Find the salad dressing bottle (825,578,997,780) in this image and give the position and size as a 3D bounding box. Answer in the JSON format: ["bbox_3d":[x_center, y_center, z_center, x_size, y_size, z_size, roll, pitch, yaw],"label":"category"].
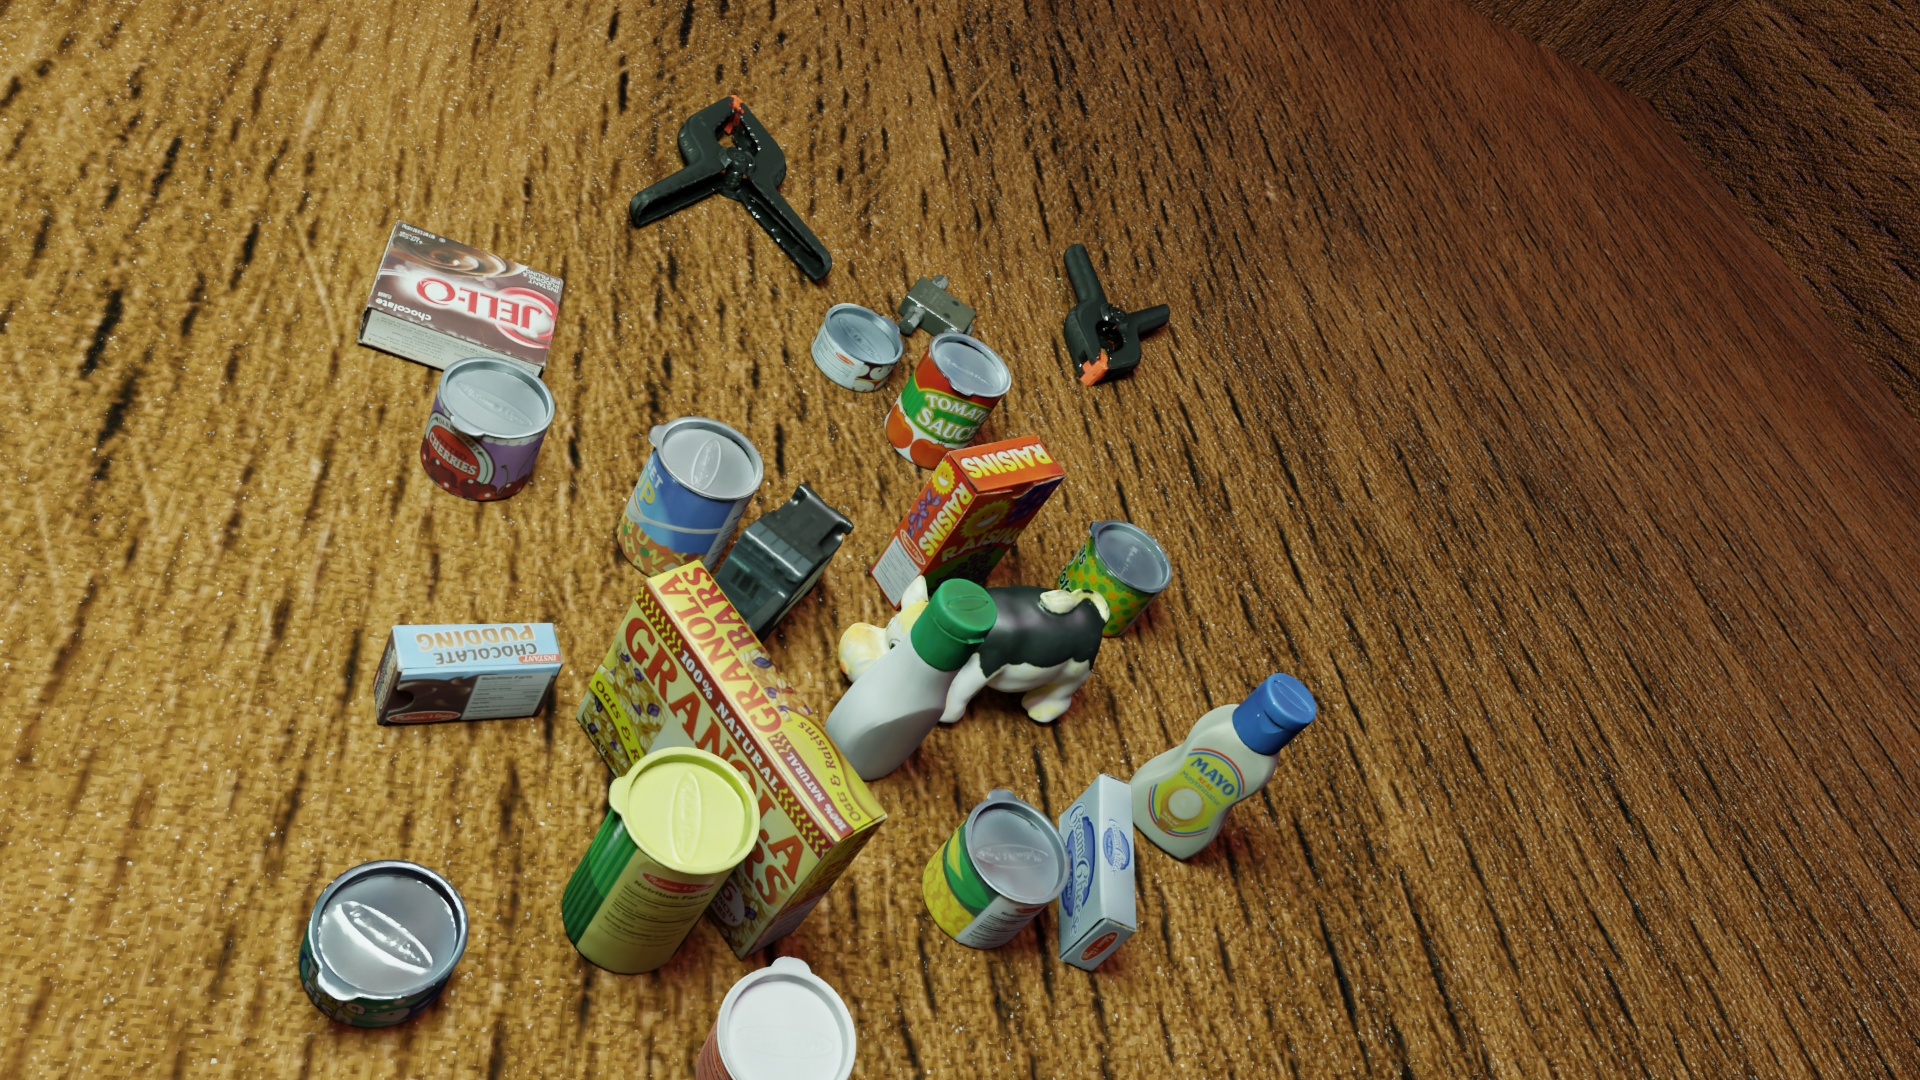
[{"bbox_3d":[-0.028,0.080,0.791,0.064,0.147,0.044,-4,53,-39],"label":"salad dressing bottle"}]

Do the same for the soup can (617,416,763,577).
[{"bbox_3d":[-0.168,-0.025,0.847,0.071,0.083,0.072,20,41,-19],"label":"soup can"}]

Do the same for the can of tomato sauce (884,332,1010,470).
[{"bbox_3d":[-0.011,-0.102,1.040,0.071,0.082,0.071,20,41,-19],"label":"can of tomato sauce"}]

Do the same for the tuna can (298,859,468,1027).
[{"bbox_3d":[-0.257,0.180,0.615,0.071,0.032,0.071,20,41,-18],"label":"tuna can"}]

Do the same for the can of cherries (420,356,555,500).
[{"bbox_3d":[-0.283,-0.065,0.824,0.071,0.058,0.072,20,41,-19],"label":"can of cherries"}]

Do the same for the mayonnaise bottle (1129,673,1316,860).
[{"bbox_3d":[0.163,0.139,0.869,0.065,0.147,0.041,42,39,7],"label":"mayonnaise bottle"}]

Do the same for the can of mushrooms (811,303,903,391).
[{"bbox_3d":[-0.079,-0.150,1.078,0.071,0.033,0.071,20,41,-18],"label":"can of mushrooms"}]

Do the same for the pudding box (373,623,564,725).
[{"bbox_3d":[-0.254,0.068,0.717,0.084,0.049,0.030,1,50,-36],"label":"pudding box"}]

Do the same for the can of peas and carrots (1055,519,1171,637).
[{"bbox_3d":[0.109,0.027,1.015,0.071,0.058,0.071,20,41,-19],"label":"can of peas and carrots"}]

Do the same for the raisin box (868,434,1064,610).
[{"bbox_3d":[0.003,-0.012,0.926,0.086,0.122,0.040,-13,59,-43],"label":"raisin box"}]

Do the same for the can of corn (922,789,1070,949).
[{"bbox_3d":[0.019,0.187,0.787,0.071,0.058,0.071,20,41,-19],"label":"can of corn"}]

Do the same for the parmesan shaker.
[{"bbox_3d":[-0.148,0.154,0.665,0.071,0.102,0.072,20,41,-19],"label":"parmesan shaker"}]

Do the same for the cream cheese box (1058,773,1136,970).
[{"bbox_3d":[0.080,0.196,0.826,0.024,0.053,0.104,23,40,-16],"label":"cream cheese box"}]

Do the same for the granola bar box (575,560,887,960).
[{"bbox_3d":[-0.123,0.113,0.708,0.039,0.123,0.166,-20,64,-46],"label":"granola bar box"}]

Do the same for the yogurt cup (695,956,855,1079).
[{"bbox_3d":[-0.090,0.243,0.654,0.072,0.053,0.073,20,41,-18],"label":"yogurt cup"}]
